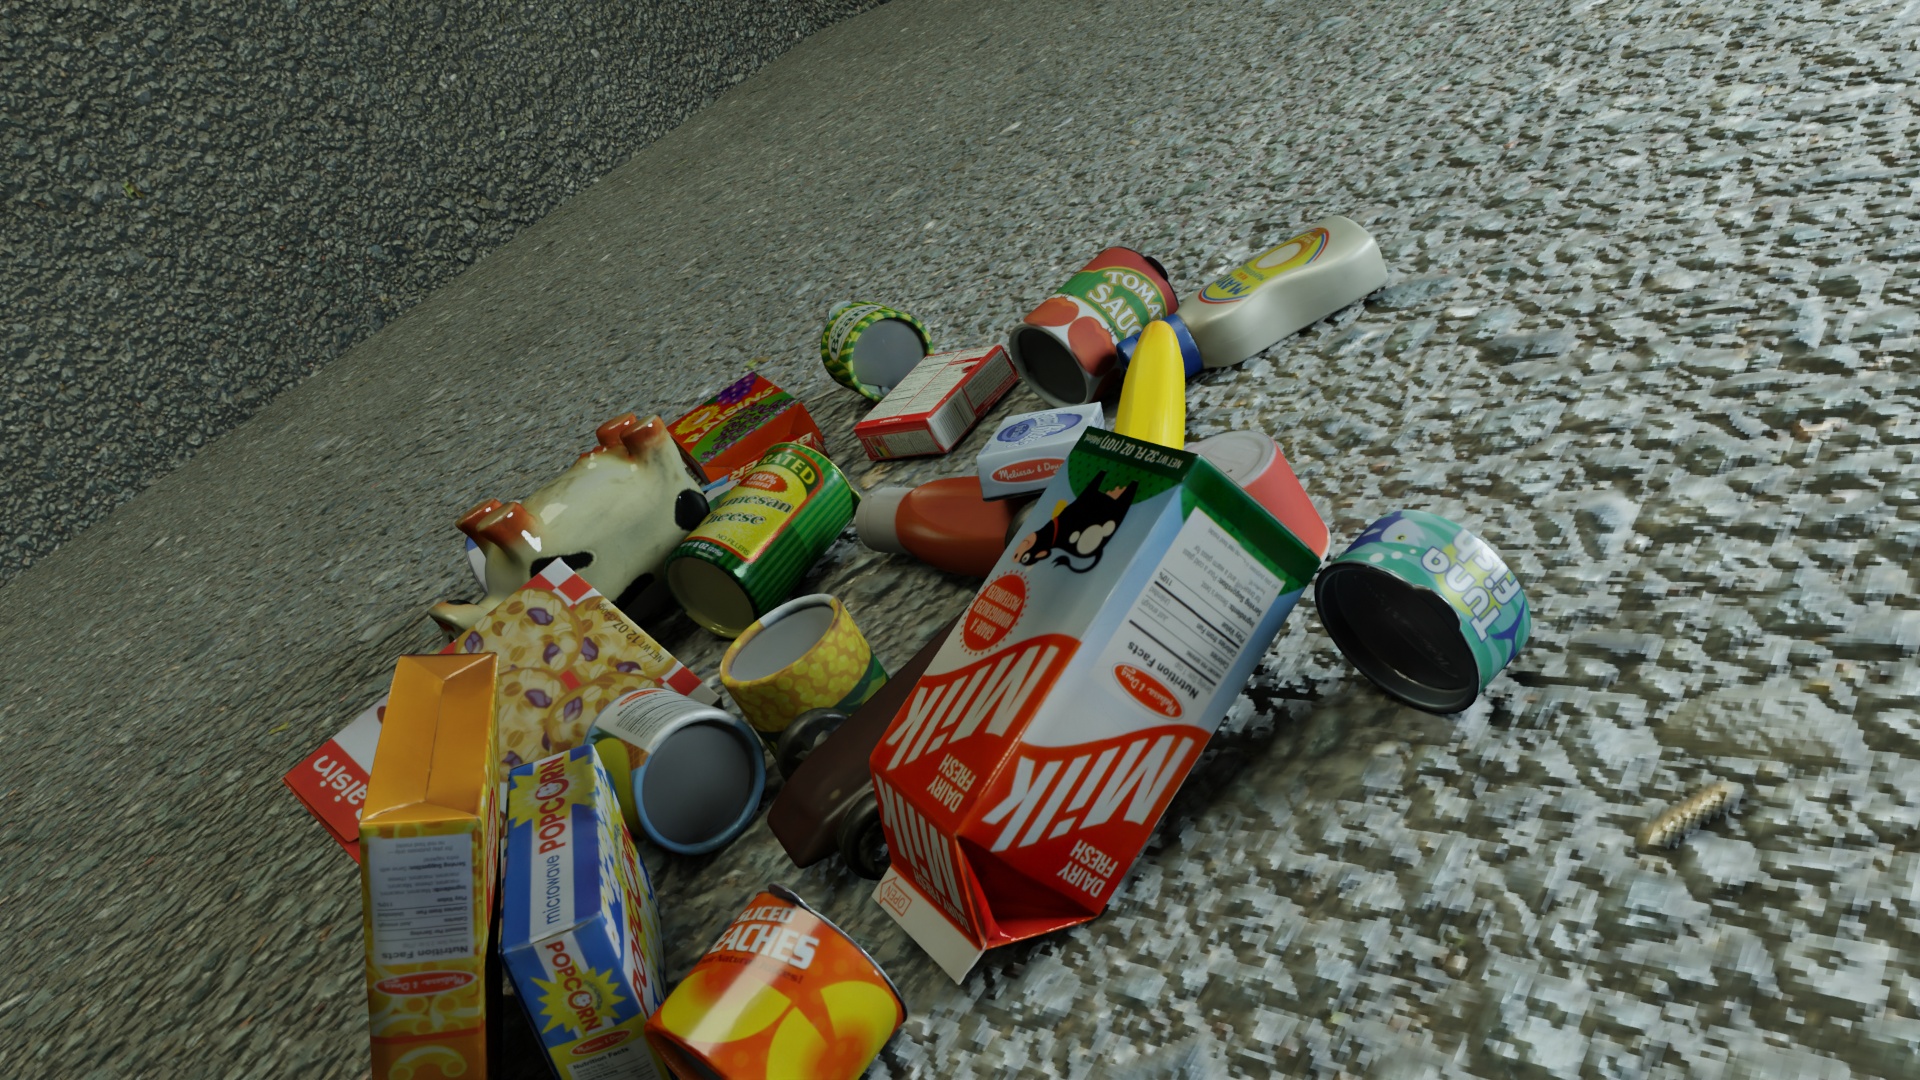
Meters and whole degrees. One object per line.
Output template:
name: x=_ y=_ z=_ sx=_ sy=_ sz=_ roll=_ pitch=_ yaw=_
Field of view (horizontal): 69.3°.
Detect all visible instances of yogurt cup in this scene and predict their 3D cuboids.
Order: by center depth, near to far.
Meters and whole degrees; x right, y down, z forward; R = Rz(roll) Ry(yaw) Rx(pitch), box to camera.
yogurt cup: x=0.118 y=-0.011 z=0.596 sx=0.072 sy=0.053 sz=0.073 roll=-23 pitch=26 yaw=12

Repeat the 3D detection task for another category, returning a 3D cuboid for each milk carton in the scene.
milk carton: x=0.036 y=0.060 z=0.494 sx=0.191 sy=0.073 sz=0.072 roll=-57 pitch=30 yaw=-6

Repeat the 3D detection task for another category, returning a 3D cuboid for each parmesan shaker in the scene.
parmesan shaker: x=-0.112 y=0.000 z=0.800 sx=0.071 sy=0.071 sz=0.103 roll=-6 pitch=34 yaw=40

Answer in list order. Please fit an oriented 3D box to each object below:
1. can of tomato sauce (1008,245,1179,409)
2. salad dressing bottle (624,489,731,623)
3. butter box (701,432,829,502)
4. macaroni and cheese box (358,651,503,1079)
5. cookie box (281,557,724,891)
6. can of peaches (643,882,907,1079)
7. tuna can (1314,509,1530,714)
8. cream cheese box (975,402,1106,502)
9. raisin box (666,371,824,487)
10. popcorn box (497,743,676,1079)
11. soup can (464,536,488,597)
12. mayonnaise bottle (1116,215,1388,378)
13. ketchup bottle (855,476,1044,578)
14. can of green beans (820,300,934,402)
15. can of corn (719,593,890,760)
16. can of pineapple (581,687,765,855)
can of tomato sauce: x=0.081 y=-0.125 z=0.827 sx=0.083 sy=0.071 sz=0.071 roll=-42 pitch=28 yaw=-23
salad dressing bottle: x=-0.199 y=0.021 z=0.875 sx=0.148 sy=0.044 sz=0.064 roll=-31 pitch=27 yaw=-4
butter box: x=-0.137 y=-0.033 z=0.931 sx=0.103 sy=0.024 sz=0.053 roll=-26 pitch=25 yaw=8
macaroni and cheese box: x=-0.193 y=0.143 z=0.518 sx=0.040 sy=0.165 sz=0.124 roll=0 pitch=21 yaw=-16
cookie box: x=-0.217 y=0.102 z=0.674 sx=0.123 sy=0.040 sz=0.168 roll=36 pitch=62 yaw=20
can of peaches: x=-0.062 y=0.157 z=0.457 sx=0.071 sy=0.071 sz=0.058 roll=3 pitch=41 yaw=48
tuna can: x=0.159 y=0.023 z=0.475 sx=0.033 sy=0.071 sz=0.071 roll=-40 pitch=27 yaw=-21
cream cheese box: x=0.042 y=-0.044 z=0.678 sx=0.053 sy=0.024 sz=0.104 roll=-8 pitch=13 yaw=11
raisin box: x=-0.160 y=-0.077 z=1.020 sx=0.086 sy=0.040 sz=0.123 roll=-36 pitch=28 yaw=-11
popcorn box: x=-0.144 y=0.147 z=0.538 sx=0.038 sy=0.085 sz=0.127 roll=-20 pitch=24 yaw=-8
soup can: x=-0.292 y=0.005 z=0.975 sx=0.084 sy=0.071 sz=0.071 roll=-28 pitch=26 yaw=3
mayonnaise bottle: x=0.161 y=-0.130 z=0.782 sx=0.148 sy=0.041 sz=0.065 roll=-28 pitch=27 yaw=2
ketchup bottle: x=0.003 y=-0.009 z=0.722 sx=0.065 sy=0.043 sz=0.148 roll=-37 pitch=25 yaw=-33
can of green beans: x=-0.059 y=-0.134 z=0.986 sx=0.071 sy=0.071 sz=0.058 roll=-35 pitch=26 yaw=-11
can of corn: x=-0.070 y=0.068 z=0.640 sx=0.071 sy=0.058 sz=0.071 roll=-24 pitch=26 yaw=13
can of pineapple: x=-0.130 y=0.105 z=0.630 sx=0.071 sy=0.070 sz=0.058 roll=-44 pitch=29 yaw=-27
